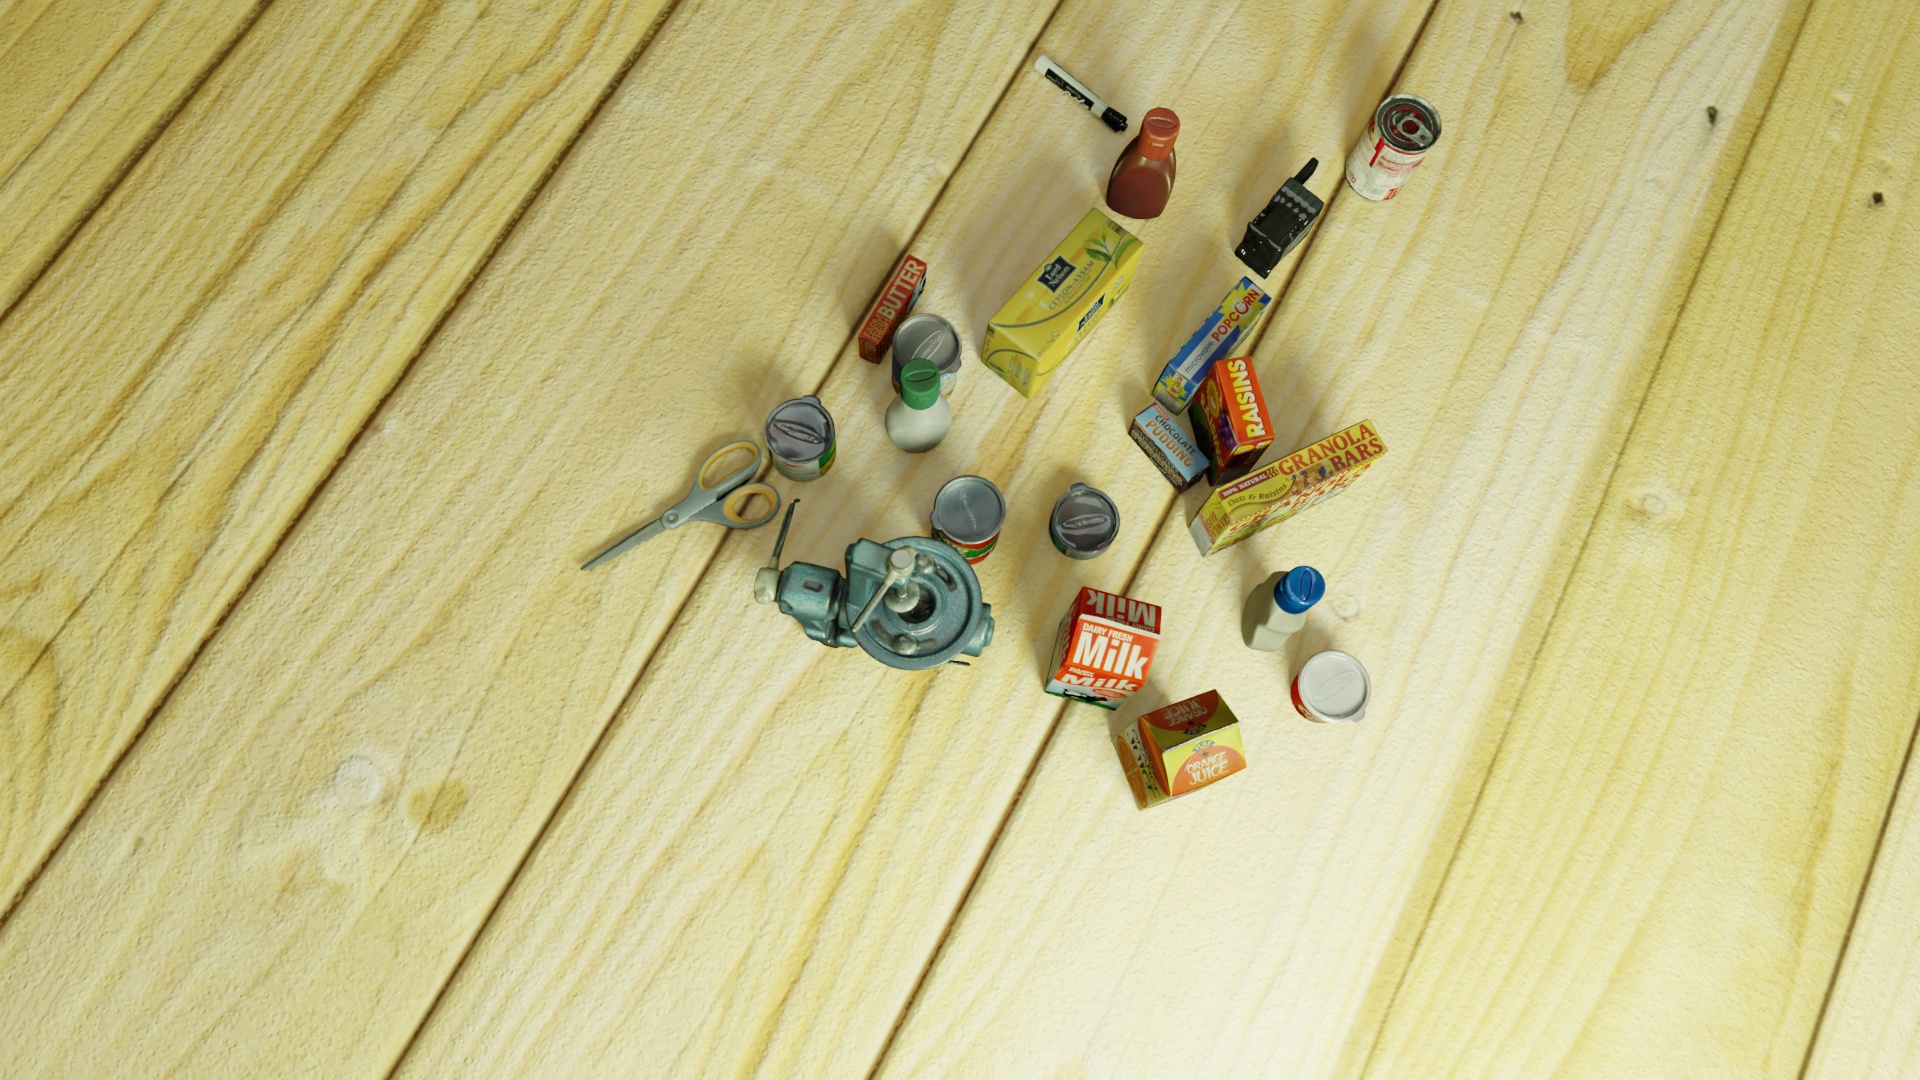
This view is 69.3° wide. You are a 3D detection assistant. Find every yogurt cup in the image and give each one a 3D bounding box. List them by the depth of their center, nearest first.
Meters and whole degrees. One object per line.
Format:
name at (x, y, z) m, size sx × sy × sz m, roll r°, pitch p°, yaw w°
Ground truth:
yogurt cup at (0.342, 0.140, 1.297) m, size 0.072 × 0.053 × 0.072 m, roll 1°, pitch 74°, yaw -3°

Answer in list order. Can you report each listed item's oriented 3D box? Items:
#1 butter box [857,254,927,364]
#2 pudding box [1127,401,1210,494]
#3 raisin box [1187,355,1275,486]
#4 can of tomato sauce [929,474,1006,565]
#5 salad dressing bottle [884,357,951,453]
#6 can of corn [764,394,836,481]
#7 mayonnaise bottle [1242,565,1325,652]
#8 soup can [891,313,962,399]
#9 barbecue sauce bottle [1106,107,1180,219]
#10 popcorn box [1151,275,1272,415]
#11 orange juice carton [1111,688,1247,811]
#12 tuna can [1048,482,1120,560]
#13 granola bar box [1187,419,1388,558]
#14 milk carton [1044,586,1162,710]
butter box at (-0.067, -0.229, 1.382) m, size 0.024 × 0.053 × 0.104 m, roll 28°, pitch 74°, yaw 5°
pudding box at (0.204, -0.090, 1.359) m, size 0.030 × 0.049 × 0.084 m, roll -36°, pitch 79°, yaw -12°
raisin box at (0.257, -0.113, 1.331) m, size 0.040 × 0.123 × 0.086 m, roll -11°, pitch 75°, yaw -6°
can of tomato sauce at (0.005, -0.016, 1.308) m, size 0.071 × 0.083 × 0.071 m, roll 1°, pitch 74°, yaw -3°
salad dressing bottle at (-0.039, -0.126, 1.304) m, size 0.064 × 0.147 × 0.044 m, roll -10°, pitch 75°, yaw -6°
can of corn at (-0.152, -0.098, 1.335) m, size 0.071 × 0.058 × 0.071 m, roll 1°, pitch 74°, yaw -3°
mayonnaise bottle at (0.294, 0.059, 1.269) m, size 0.041 × 0.147 × 0.065 m, roll 10°, pitch 74°, yaw -1°
soup can at (-0.032, -0.172, 1.351) m, size 0.071 × 0.083 × 0.071 m, roll 1°, pitch 74°, yaw -3°
barbecue sauce bottle at (0.188, -0.377, 1.391) m, size 0.065 × 0.148 × 0.044 m, roll 11°, pitch 74°, yaw 0°
popcorn box at (0.247, -0.191, 1.373) m, size 0.038 × 0.085 × 0.127 m, roll 40°, pitch 75°, yaw 8°
orange juice carton at (0.191, 0.182, 1.203) m, size 0.072 × 0.192 × 0.073 m, roll -18°, pitch 76°, yaw -8°
tuna can at (0.118, -0.018, 1.341) m, size 0.071 × 0.032 × 0.071 m, roll 1°, pitch 74°, yaw -3°
granola bar box at (0.305, -0.048, 1.314) m, size 0.166 × 0.124 × 0.039 m, roll -24°, pitch 77°, yaw -10°
milk carton at (0.126, 0.094, 1.226) m, size 0.072 × 0.190 × 0.073 m, roll 14°, pitch 74°, yaw 1°
